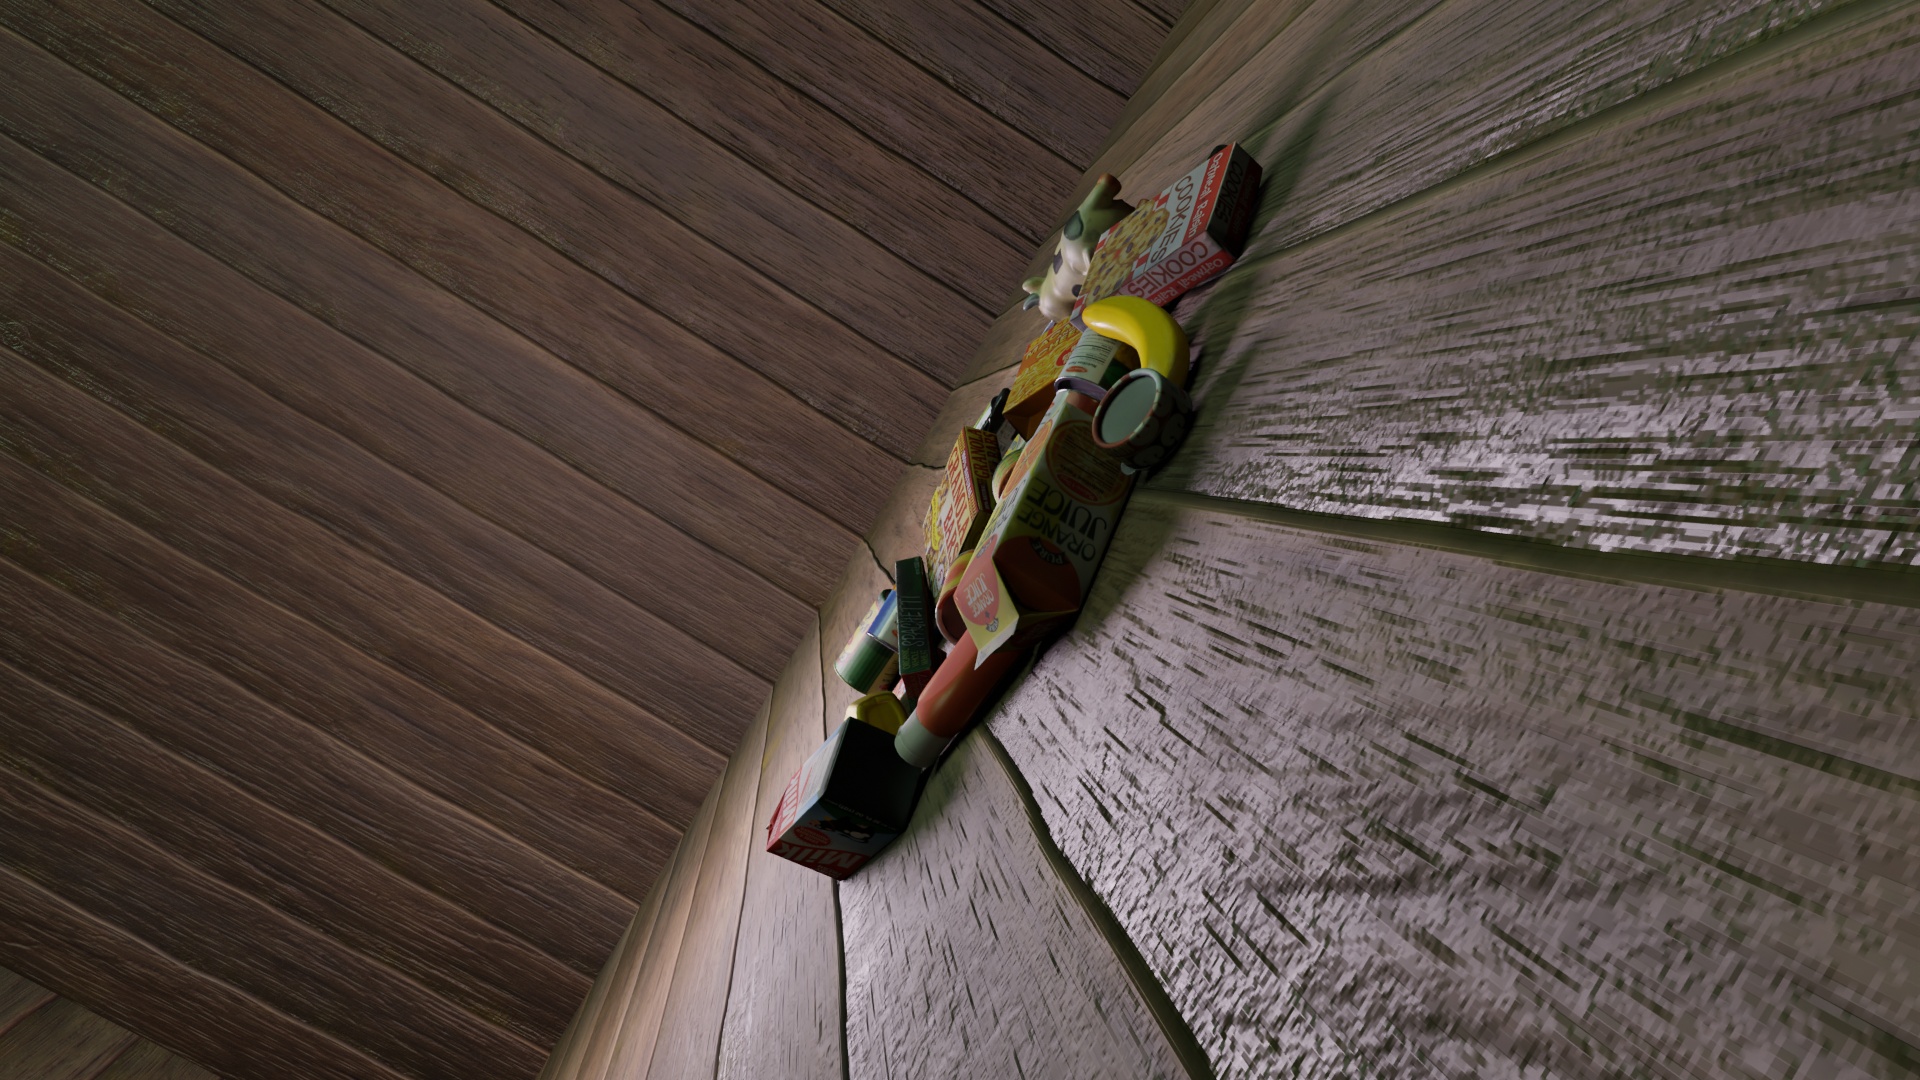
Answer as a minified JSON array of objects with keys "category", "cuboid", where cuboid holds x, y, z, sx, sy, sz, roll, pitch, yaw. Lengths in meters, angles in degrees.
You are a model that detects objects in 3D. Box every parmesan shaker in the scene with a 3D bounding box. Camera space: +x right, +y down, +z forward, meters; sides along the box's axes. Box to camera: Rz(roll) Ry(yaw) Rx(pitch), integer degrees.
[{"category":"parmesan shaker","cuboid":[-0.084,0.111,1.527,0.102,0.071,0.071,-57,7,16]}]

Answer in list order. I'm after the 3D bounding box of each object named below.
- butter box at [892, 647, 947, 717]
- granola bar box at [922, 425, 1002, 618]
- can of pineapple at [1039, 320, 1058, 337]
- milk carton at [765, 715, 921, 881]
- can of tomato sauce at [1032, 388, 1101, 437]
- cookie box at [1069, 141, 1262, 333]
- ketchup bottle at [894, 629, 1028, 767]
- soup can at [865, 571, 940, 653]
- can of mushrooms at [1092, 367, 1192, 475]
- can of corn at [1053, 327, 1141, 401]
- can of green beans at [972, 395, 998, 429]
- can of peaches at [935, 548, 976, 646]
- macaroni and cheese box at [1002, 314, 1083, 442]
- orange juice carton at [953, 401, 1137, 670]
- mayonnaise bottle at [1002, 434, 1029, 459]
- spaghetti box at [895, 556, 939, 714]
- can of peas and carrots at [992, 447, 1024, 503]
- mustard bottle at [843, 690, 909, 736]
[{"category":"butter box","cuboid":[-0.050,0.149,1.299,0.103,0.024,0.053,-56,8,19]},{"category":"granola bar box","cuboid":[0.005,-0.017,1.325,0.166,0.039,0.123,-99,28,-58]},{"category":"can of pineapple","cuboid":[0.113,-0.206,1.525,0.071,0.058,0.071,-57,7,11]},{"category":"milk carton","cuboid":[-0.102,0.221,1.141,0.189,0.072,0.074,-48,20,52]},{"category":"can of tomato sauce","cuboid":[0.088,-0.067,1.102,0.083,0.071,0.071,-61,7,-12]},{"category":"cookie box","cuboid":[0.177,-0.253,1.194,0.167,0.040,0.123,-28,32,47]},{"category":"ketchup bottle","cuboid":[0.000,0.110,1.046,0.148,0.043,0.065,-55,7,29]},{"category":"soup can","cuboid":[-0.048,0.076,1.422,0.084,0.071,0.071,-59,7,-8]},{"category":"can of mushrooms","cuboid":[0.124,-0.082,0.960,0.070,0.033,0.071,-37,36,33]},{"category":"can of corn","cuboid":[0.122,-0.138,1.169,0.058,0.071,0.071,-60,7,-18]},{"category":"can of green beans","cuboid":[0.049,-0.121,1.578,0.057,0.071,0.071,-55,8,33]},{"category":"can of peaches","cuboid":[0.018,0.047,1.102,0.071,0.071,0.058,-55,8,27]},{"category":"macaroni and cheese box","cuboid":[0.111,-0.176,1.342,0.123,0.040,0.167,-32,20,26]},{"category":"orange juice carton","cuboid":[0.058,0.002,0.984,0.071,0.073,0.193,-47,14,57]},{"category":"mayonnaise bottle","cuboid":[0.066,-0.083,1.405,0.148,0.041,0.064,-60,8,-5]},{"category":"spaghetti box","cuboid":[-0.039,0.084,1.263,0.251,0.029,0.050,-99,-4,-68]},{"category":"can of peas and carrots","cuboid":[0.061,-0.040,1.170,0.071,0.071,0.059,-58,8,7]},{"category":"mustard bottle","cuboid":[-0.075,0.176,1.218,0.049,0.065,0.159,-18,-14,-15]}]
